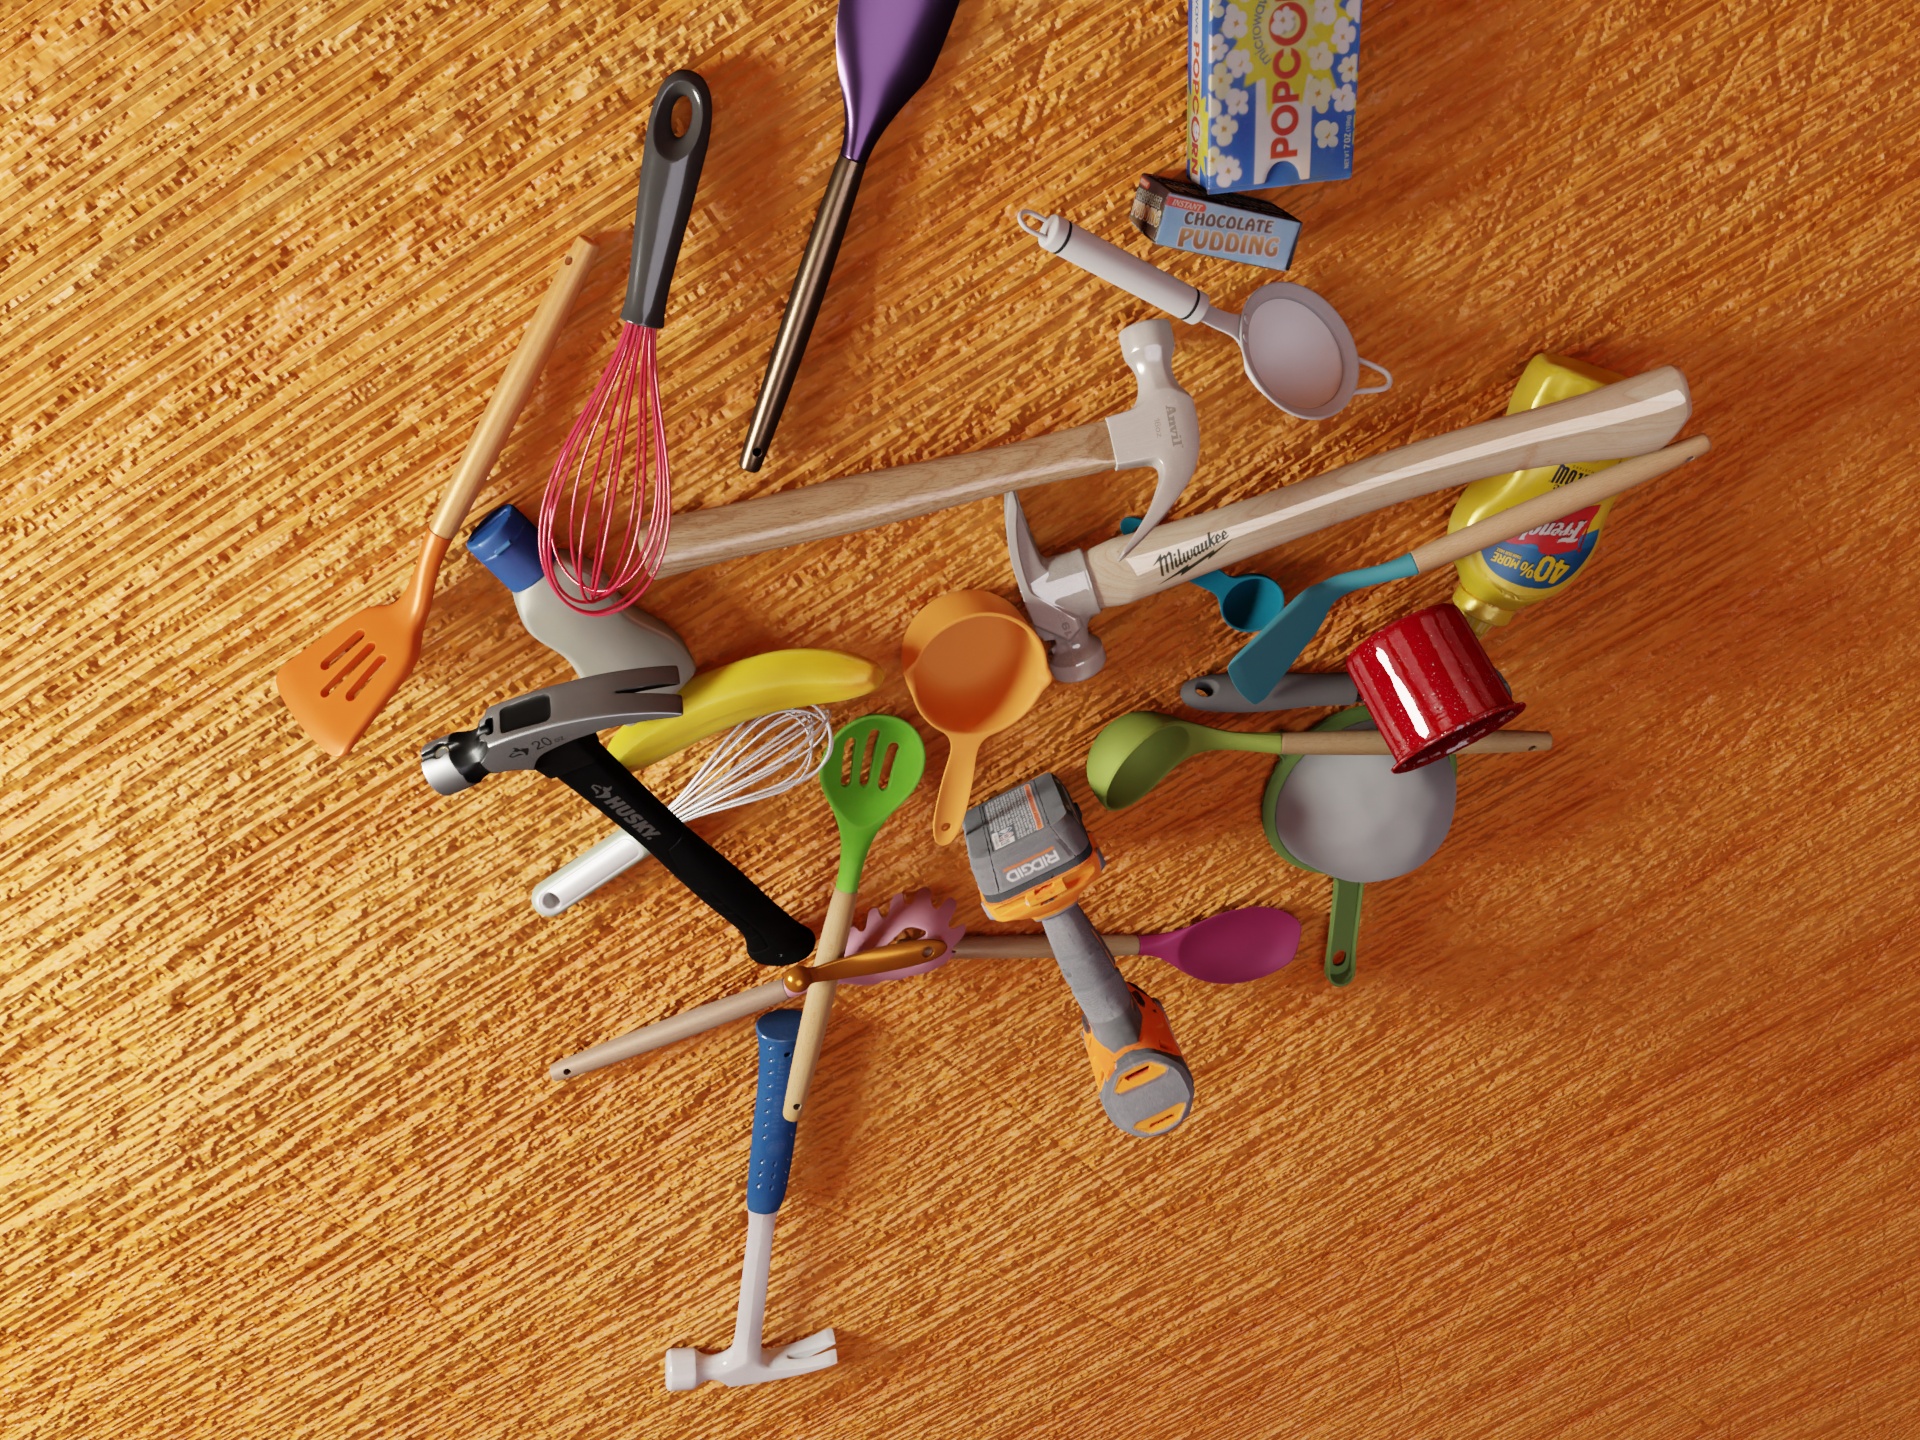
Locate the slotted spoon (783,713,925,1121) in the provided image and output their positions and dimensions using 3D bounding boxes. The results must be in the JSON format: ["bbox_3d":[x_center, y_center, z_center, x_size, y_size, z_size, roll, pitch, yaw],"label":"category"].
[{"bbox_3d":[-0.085,0.137,1.082,0.070,0.031,0.313,8,108,-18],"label":"slotted spoon"}]

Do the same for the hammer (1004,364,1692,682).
[{"bbox_3d":[0.230,-0.145,0.968,0.410,0.038,0.146,-17,124,8],"label":"hammer"}]

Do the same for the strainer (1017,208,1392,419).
[{"bbox_3d":[0.137,-0.233,0.905,0.258,0.087,0.050,18,159,-29],"label":"strainer"}]

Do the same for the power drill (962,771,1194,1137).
[{"bbox_3d":[0.083,0.155,1.094,0.084,0.164,0.226,-26,105,3],"label":"power drill"}]

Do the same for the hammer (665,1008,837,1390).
[{"bbox_3d":[-0.151,0.392,1.261,0.144,0.035,0.405,1,122,-15],"label":"hammer"}]

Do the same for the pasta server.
[{"bbox_3d":[-0.147,0.197,1.135,0.316,0.040,0.060,-21,100,7],"label":"pasta server"}]

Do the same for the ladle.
[{"bbox_3d":[0.245,0.025,1.077,0.320,0.062,0.078,-1,143,-2],"label":"ladle"}]

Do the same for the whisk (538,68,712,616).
[{"bbox_3d":[-0.174,-0.194,0.852,0.073,0.073,0.295,8,111,-19],"label":"whisk"}]

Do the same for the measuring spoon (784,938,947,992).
[{"bbox_3d":[-0.063,0.167,1.083,0.117,0.011,0.021,-10,116,-18],"label":"measuring spoon"}]

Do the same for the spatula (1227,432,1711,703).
[{"bbox_3d":[0.315,-0.100,0.999,0.317,0.044,0.082,-23,154,15],"label":"spatula"}]

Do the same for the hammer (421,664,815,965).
[{"bbox_3d":[-0.172,0.076,0.989,0.146,0.035,0.334,-22,144,10],"label":"hammer"}]

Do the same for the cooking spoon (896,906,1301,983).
[{"bbox_3d":[0.108,0.168,1.190,0.318,0.017,0.068,1,114,-15],"label":"cooking spoon"}]

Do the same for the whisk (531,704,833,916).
[{"bbox_3d":[-0.182,0.060,1.029,0.246,0.059,0.057,-33,106,14],"label":"whisk"}]

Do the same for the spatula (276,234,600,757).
[{"bbox_3d":[-0.284,-0.125,0.880,0.041,0.081,0.322,4,124,-57],"label":"spatula"}]

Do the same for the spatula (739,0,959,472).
[{"bbox_3d":[-0.068,-0.277,0.853,0.059,0.018,0.315,13,117,-20],"label":"spatula"}]

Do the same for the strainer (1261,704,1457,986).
[{"bbox_3d":[0.300,0.111,1.170,0.151,0.069,0.256,-8,123,-9],"label":"strainer"}]

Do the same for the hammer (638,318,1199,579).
[{"bbox_3d":[-0.024,-0.133,0.927,0.331,0.031,0.130,-13,87,2],"label":"hammer"}]

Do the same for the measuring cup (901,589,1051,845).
[{"bbox_3d":[-0.002,-0.003,1.026,0.095,0.052,0.173,2,121,-18],"label":"measuring cup"}]

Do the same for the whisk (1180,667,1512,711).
[{"bbox_3d":[0.267,-0.019,1.093,0.239,0.055,0.055,-1,123,-8],"label":"whisk"}]

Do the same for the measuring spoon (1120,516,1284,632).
[{"bbox_3d":[0.155,-0.101,1.031,0.128,0.021,0.042,30,117,-19],"label":"measuring spoon"}]
